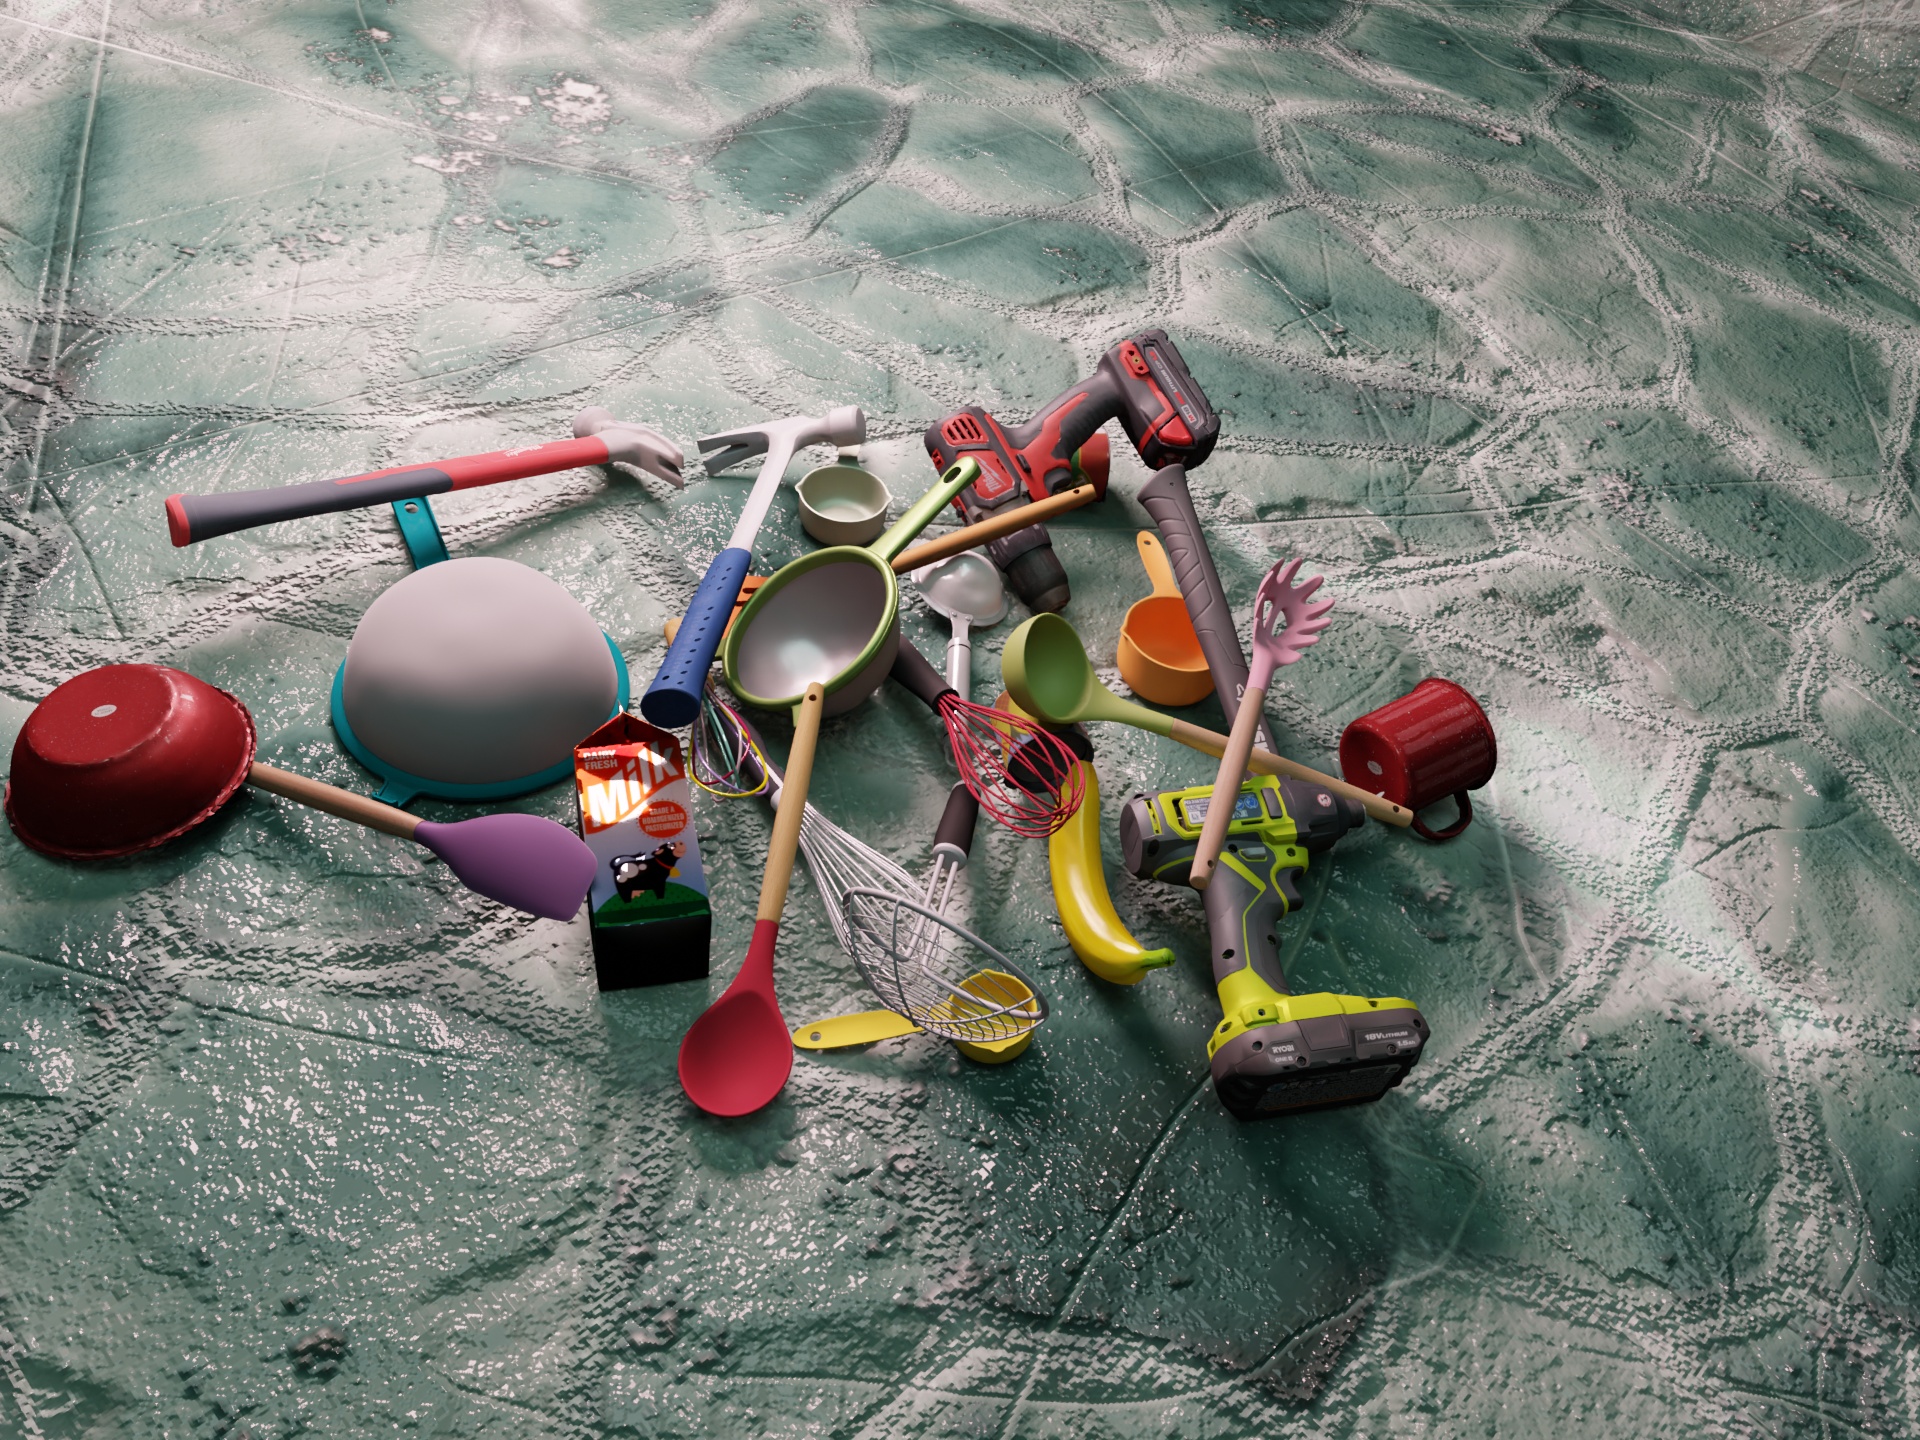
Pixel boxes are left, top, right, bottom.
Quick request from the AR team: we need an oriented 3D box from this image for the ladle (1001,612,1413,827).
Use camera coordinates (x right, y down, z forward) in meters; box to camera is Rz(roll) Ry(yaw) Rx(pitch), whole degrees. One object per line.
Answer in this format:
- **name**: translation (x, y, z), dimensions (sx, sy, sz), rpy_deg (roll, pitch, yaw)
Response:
- **ladle**: translation (0.178, 0.009, 1.132), dimensions (0.320, 0.062, 0.078), rpy_deg (21, 59, -2)

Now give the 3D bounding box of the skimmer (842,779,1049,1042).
- **skimmer**: translation (0.003, 0.088, 0.979), dimensions (0.127, 0.090, 0.363), rpy_deg (33, 19, -5)

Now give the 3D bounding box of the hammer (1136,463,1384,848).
- **hammer**: translation (0.206, -0.050, 1.213), dimensions (0.146, 0.035, 0.335), rpy_deg (-9, 68, -14)

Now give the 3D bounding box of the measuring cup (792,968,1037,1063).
- **measuring cup**: translation (-0.028, 0.199, 1.016), dimensions (0.156, 0.029, 0.062), rpy_deg (-8, 47, -2)

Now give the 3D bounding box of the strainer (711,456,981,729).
- **strainer**: translation (-0.065, -0.092, 1.206), dimensions (0.256, 0.069, 0.152), rpy_deg (-47, 44, -11)

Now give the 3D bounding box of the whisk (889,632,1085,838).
- **whisk**: translation (-0.002, -0.004, 1.151), dimensions (0.073, 0.073, 0.296), rpy_deg (-16, 34, -24)

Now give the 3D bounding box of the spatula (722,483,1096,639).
- **spatula**: translation (-0.045, -0.133, 1.273), dimensions (0.322, 0.041, 0.081), rpy_deg (-21, 50, 1)

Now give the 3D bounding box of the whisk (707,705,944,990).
- **whisk**: translation (-0.102, 0.078, 1.095), dimensions (0.070, 0.070, 0.285), rpy_deg (-22, 49, -28)

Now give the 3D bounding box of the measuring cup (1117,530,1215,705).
- **measuring cup**: translation (0.163, -0.083, 1.298), dimensions (0.095, 0.052, 0.174), rpy_deg (0, 45, -10)

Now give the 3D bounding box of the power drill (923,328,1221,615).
- **power drill**: translation (0.104, -0.208, 1.336), dimensions (0.226, 0.080, 0.188), rpy_deg (-27, 81, -11)

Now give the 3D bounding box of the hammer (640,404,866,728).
- **hammer**: translation (-0.176, -0.130, 1.224), dimensions (0.144, 0.035, 0.406), rpy_deg (-7, 36, 14)

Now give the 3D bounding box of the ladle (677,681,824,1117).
- **ladle**: translation (-0.122, 0.108, 1.035), dimensions (0.069, 0.031, 0.316), rpy_deg (10, 59, -2)

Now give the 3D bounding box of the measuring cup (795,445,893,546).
- **measuring cup**: translation (-0.100, -0.211, 1.381), dimensions (0.083, 0.038, 0.168), rpy_deg (6, 44, -5)

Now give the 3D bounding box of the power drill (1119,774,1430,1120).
- **power drill**: translation (0.215, 0.139, 1.054), dimensions (0.171, 0.080, 0.223), rpy_deg (-5, 55, -11)

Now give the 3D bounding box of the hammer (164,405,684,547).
- **hammer**: translation (-0.404, -0.182, 1.229), dimensions (0.386, 0.038, 0.143), rpy_deg (-20, 36, -38)

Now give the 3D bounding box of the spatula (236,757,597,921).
- **spatula**: translation (-0.370, 0.063, 1.036), dimensions (0.316, 0.018, 0.060), rpy_deg (15, 71, 20)

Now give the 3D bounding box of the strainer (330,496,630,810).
- **strainer**: translation (-0.373, -0.094, 1.176), dimensions (0.211, 0.095, 0.341), rpy_deg (-15, 52, -23)

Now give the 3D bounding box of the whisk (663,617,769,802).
- **whisk**: translation (-0.185, -0.013, 1.137), dimensions (0.047, 0.051, 0.245), rpy_deg (-27, 36, -4)

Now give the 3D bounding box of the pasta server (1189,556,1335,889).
- **pasta server**: translation (0.206, -0.004, 1.111), dimensions (0.060, 0.040, 0.316), rpy_deg (37, 46, -12)

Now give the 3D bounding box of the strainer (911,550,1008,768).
- **strainer**: translation (0.001, -0.063, 1.258), dimensions (0.086, 0.050, 0.259), rpy_deg (16, 47, -15)
